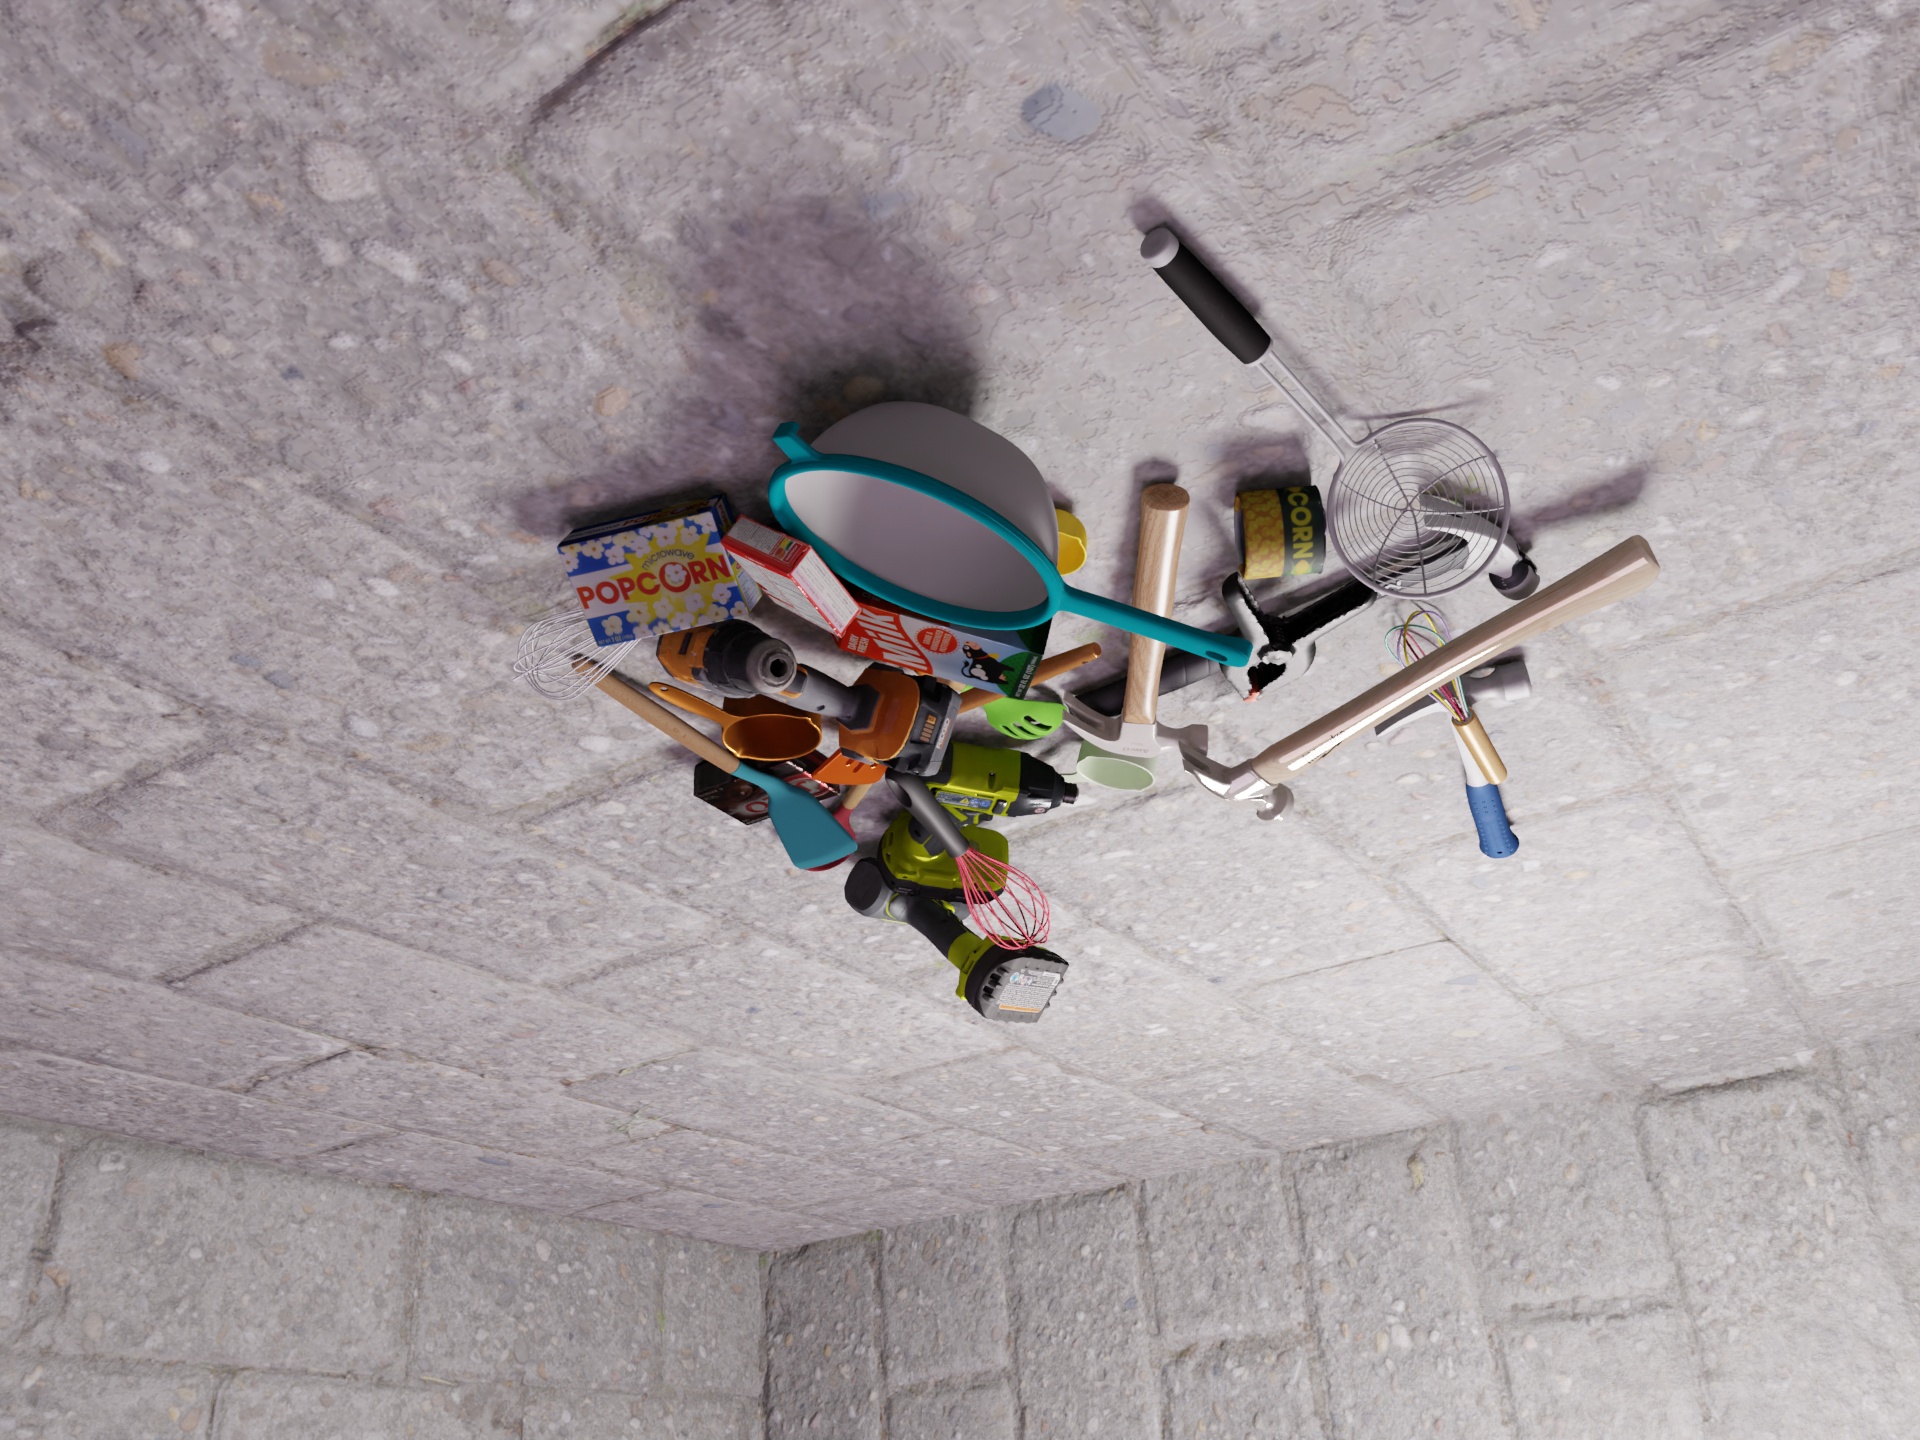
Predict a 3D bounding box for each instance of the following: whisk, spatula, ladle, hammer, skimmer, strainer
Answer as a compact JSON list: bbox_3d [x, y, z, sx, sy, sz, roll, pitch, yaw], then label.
[{"bbox_3d":[0.008,0.132,1.519,0.073,0.073,0.295,-17,134,23],"label":"whisk"},{"bbox_3d":[-0.002,-0.004,1.373,0.081,0.041,0.322,8,159,-45],"label":"spatula"},{"bbox_3d":[-0.104,0.071,1.575,0.069,0.031,0.315,5,149,-21],"label":"ladle"},{"bbox_3d":[0.517,0.055,1.607,0.144,0.035,0.405,-14,150,18],"label":"hammer"},{"bbox_3d":[0.243,-0.200,1.044,0.127,0.090,0.362,-49,134,10],"label":"skimmer"},{"bbox_3d":[0.263,-0.075,1.337,0.409,0.036,0.149,-23,145,33],"label":"hammer"},{"bbox_3d":[0.436,-0.013,1.412,0.051,0.047,0.244,-21,134,25],"label":"whisk"},{"bbox_3d":[0.151,-0.070,1.297,0.130,0.031,0.331,3,145,4],"label":"hammer"},{"bbox_3d":[-0.239,-0.089,1.238,0.284,0.070,0.070,-24,146,24],"label":"whisk"},{"bbox_3d":[-0.223,0.037,1.423,0.082,0.044,0.317,-22,135,36],"label":"spatula"},{"bbox_3d":[0.373,-0.036,1.312,0.410,0.038,0.146,-34,138,31],"label":"hammer"},{"bbox_3d":[0.043,-0.130,1.072,0.340,0.095,0.211,19,163,5],"label":"strainer"}]

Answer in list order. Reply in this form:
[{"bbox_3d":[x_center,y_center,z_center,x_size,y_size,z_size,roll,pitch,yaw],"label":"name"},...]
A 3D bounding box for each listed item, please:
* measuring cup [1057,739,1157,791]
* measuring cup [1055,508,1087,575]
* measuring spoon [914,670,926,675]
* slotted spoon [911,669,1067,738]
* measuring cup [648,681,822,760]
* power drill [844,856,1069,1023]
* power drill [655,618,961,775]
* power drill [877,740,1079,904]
[{"bbox_3d":[0.118,0.039,1.543,0.167,0.038,0.083,-7,150,45],"label":"measuring cup"},{"bbox_3d":[0.033,-0.159,1.174,0.156,0.029,0.062,34,141,-32],"label":"measuring cup"},{"bbox_3d":[-0.029,-0.074,1.305,0.021,0.011,0.116,-6,141,-10],"label":"measuring spoon"},{"bbox_3d":[-0.019,-0.040,1.378,0.070,0.031,0.313,-23,145,38],"label":"slotted spoon"},{"bbox_3d":[-0.195,-0.020,1.369,0.095,0.052,0.173,-27,142,37],"label":"measuring cup"},{"bbox_3d":[0.004,0.231,1.718,0.190,0.229,0.080,20,102,-52],"label":"power drill"},{"bbox_3d":[-0.112,-0.024,1.263,0.226,0.084,0.185,21,176,-30],"label":"power drill"},{"bbox_3d":[0.010,0.100,1.579,0.171,0.080,0.223,10,148,-9],"label":"power drill"}]
